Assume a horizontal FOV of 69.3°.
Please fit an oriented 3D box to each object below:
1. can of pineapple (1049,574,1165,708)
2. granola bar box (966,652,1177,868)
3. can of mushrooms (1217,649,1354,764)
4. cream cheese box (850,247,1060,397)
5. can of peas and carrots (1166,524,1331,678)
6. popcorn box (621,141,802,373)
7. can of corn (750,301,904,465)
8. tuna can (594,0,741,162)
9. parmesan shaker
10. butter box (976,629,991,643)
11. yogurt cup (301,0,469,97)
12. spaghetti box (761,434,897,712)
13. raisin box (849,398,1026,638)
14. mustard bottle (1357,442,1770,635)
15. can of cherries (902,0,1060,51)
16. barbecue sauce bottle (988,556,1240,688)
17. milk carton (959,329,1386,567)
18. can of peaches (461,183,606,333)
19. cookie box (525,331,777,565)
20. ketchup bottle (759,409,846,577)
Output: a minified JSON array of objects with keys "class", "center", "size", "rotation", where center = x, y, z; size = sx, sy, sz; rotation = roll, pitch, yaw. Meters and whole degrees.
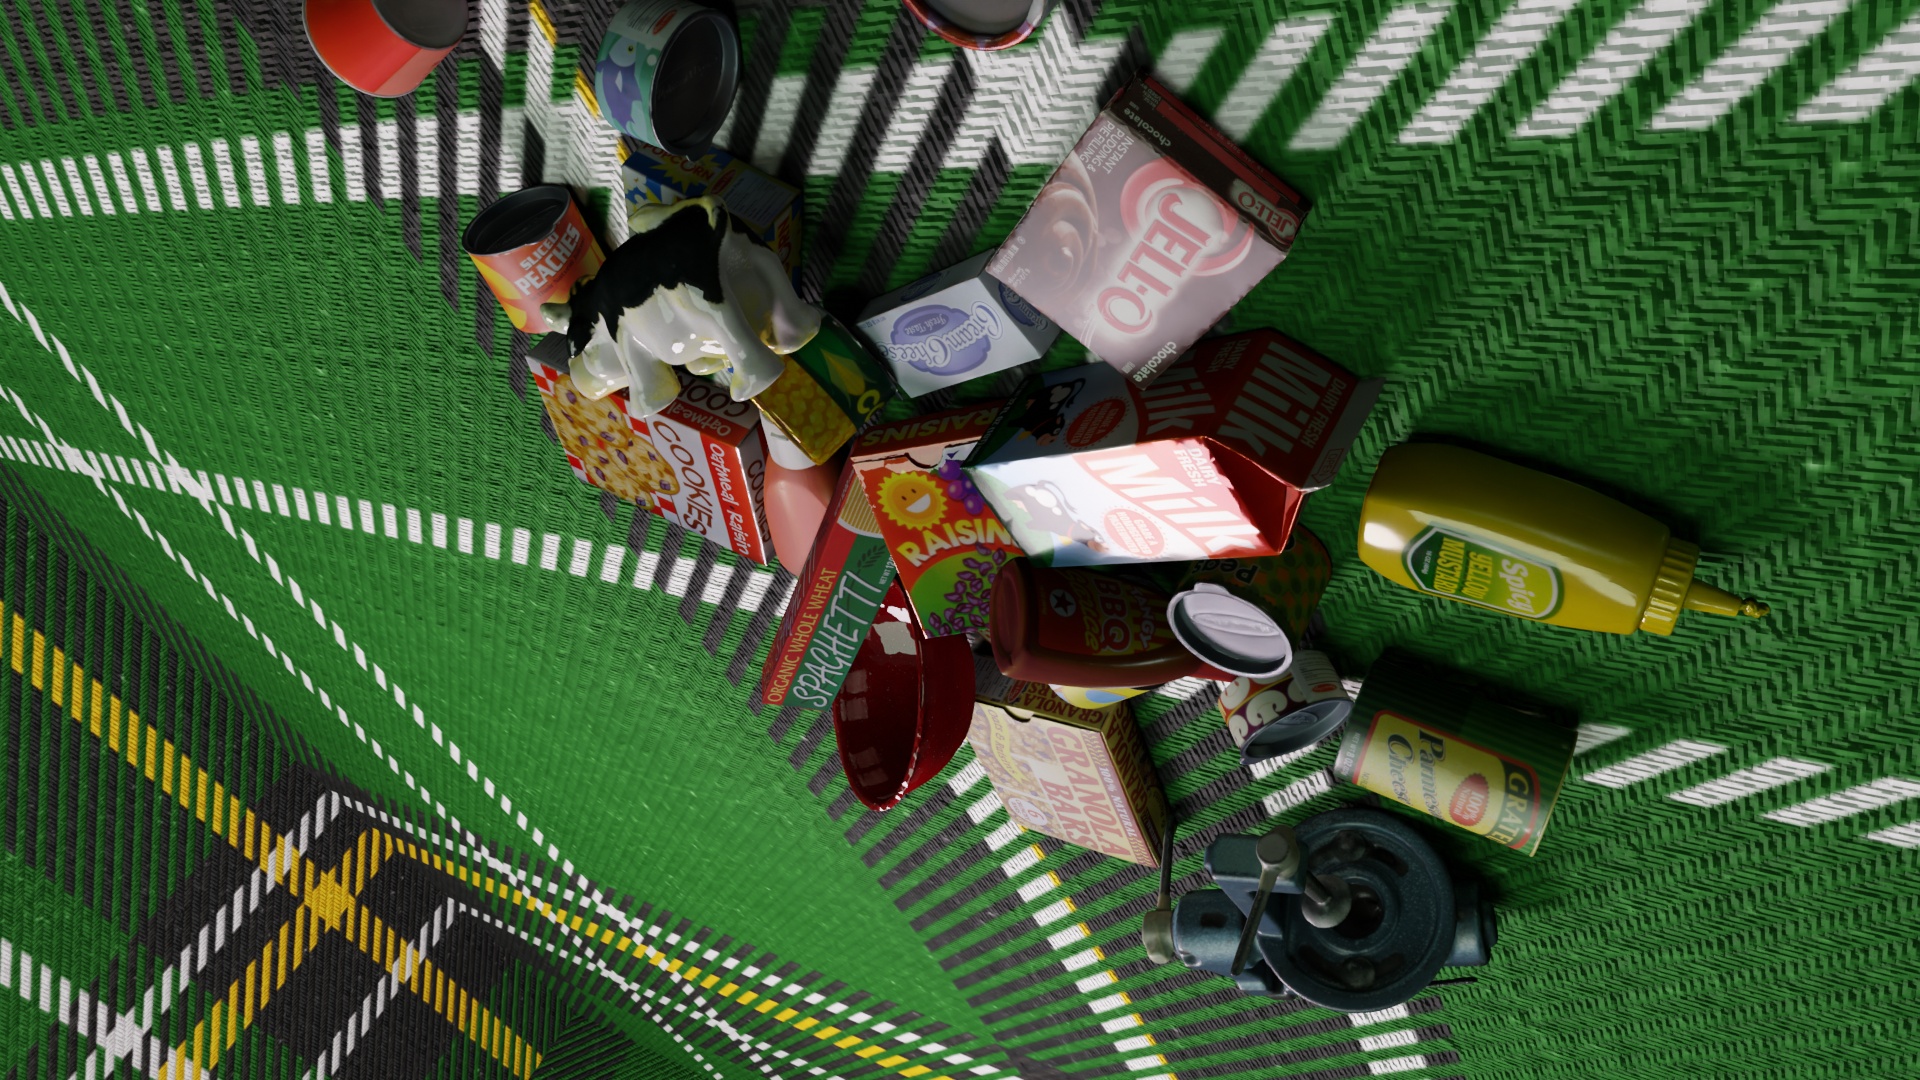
[{"class":"can of pineapple","center":[0.087,0.059,0.793],"size":[0.071,0.071,0.057],"rotation":[40,149,-10]},{"class":"granola bar box","center":[0.071,0.154,0.963],"size":[0.124,0.039,0.164],"rotation":[10,142,34]},{"class":"can of mushrooms","center":[0.173,0.090,0.749],"size":[0.070,0.071,0.033],"rotation":[100,152,-57]},{"class":"cream cheese box","center":[-0.004,-0.106,0.689],"size":[0.103,0.024,0.053],"rotation":[-11,129,50]},{"class":"can of peas and carrots","center":[0.144,0.025,0.696],"size":[0.071,0.059,0.070],"rotation":[24,147,17]},{"class":"popcorn box","center":[-0.130,-0.147,0.736],"size":[0.085,0.038,0.126],"rotation":[28,149,10]},{"class":"can of corn","center":[-0.075,-0.080,0.733],"size":[0.071,0.058,0.071],"rotation":[45,175,5]},{"class":"tuna can","center":[-0.131,-0.208,0.625],"size":[0.033,0.071,0.070],"rotation":[26,148,16]},{"class":"parmesan shaker","center":[0.250,0.111,0.708],"size":[0.103,0.071,0.071],"rotation":[20,146,22]},{"class":"butter box","center":[0.026,0.025,0.842],"size":[0.053,0.024,0.103],"rotation":[39,148,-7]},{"class":"yogurt cup","center":[-0.285,-0.264,0.697],"size":[0.054,0.073,0.072],"rotation":[-10,128,39]},{"class":"spaghetti box","center":[-0.075,0.030,0.870],"size":[0.050,0.029,0.248],"rotation":[10,138,-16]},{"class":"raisin box","center":[0.003,-0.009,0.756],"size":[0.086,0.040,0.123],"rotation":[-9,122,19]},{"class":"mustard bottle","center":[0.250,0.006,0.580],"size":[0.160,0.049,0.065],"rotation":[18,147,25]},{"class":"can of cherries","center":[0.012,-0.215,0.488],"size":[0.071,0.059,0.071],"rotation":[23,147,16]},{"class":"barbecue sauce bottle","center":[0.090,0.049,0.735],"size":[0.149,0.065,0.043],"rotation":[10,145,-22]},{"class":"milk carton","center":[0.099,-0.040,0.637],"size":[0.190,0.073,0.073],"rotation":[-5,131,46]},{"class":"can of peaches","center":[-0.239,-0.160,0.792],"size":[0.071,0.071,0.057],"rotation":[13,144,31]},{"class":"cookie box","center":[-0.192,-0.063,0.911],"size":[0.167,0.040,0.122],"rotation":[23,148,19]},{"class":"ketchup bottle","center":[-0.093,-0.033,0.854],"size":[0.065,0.044,0.148],"rotation":[14,144,16]}]
